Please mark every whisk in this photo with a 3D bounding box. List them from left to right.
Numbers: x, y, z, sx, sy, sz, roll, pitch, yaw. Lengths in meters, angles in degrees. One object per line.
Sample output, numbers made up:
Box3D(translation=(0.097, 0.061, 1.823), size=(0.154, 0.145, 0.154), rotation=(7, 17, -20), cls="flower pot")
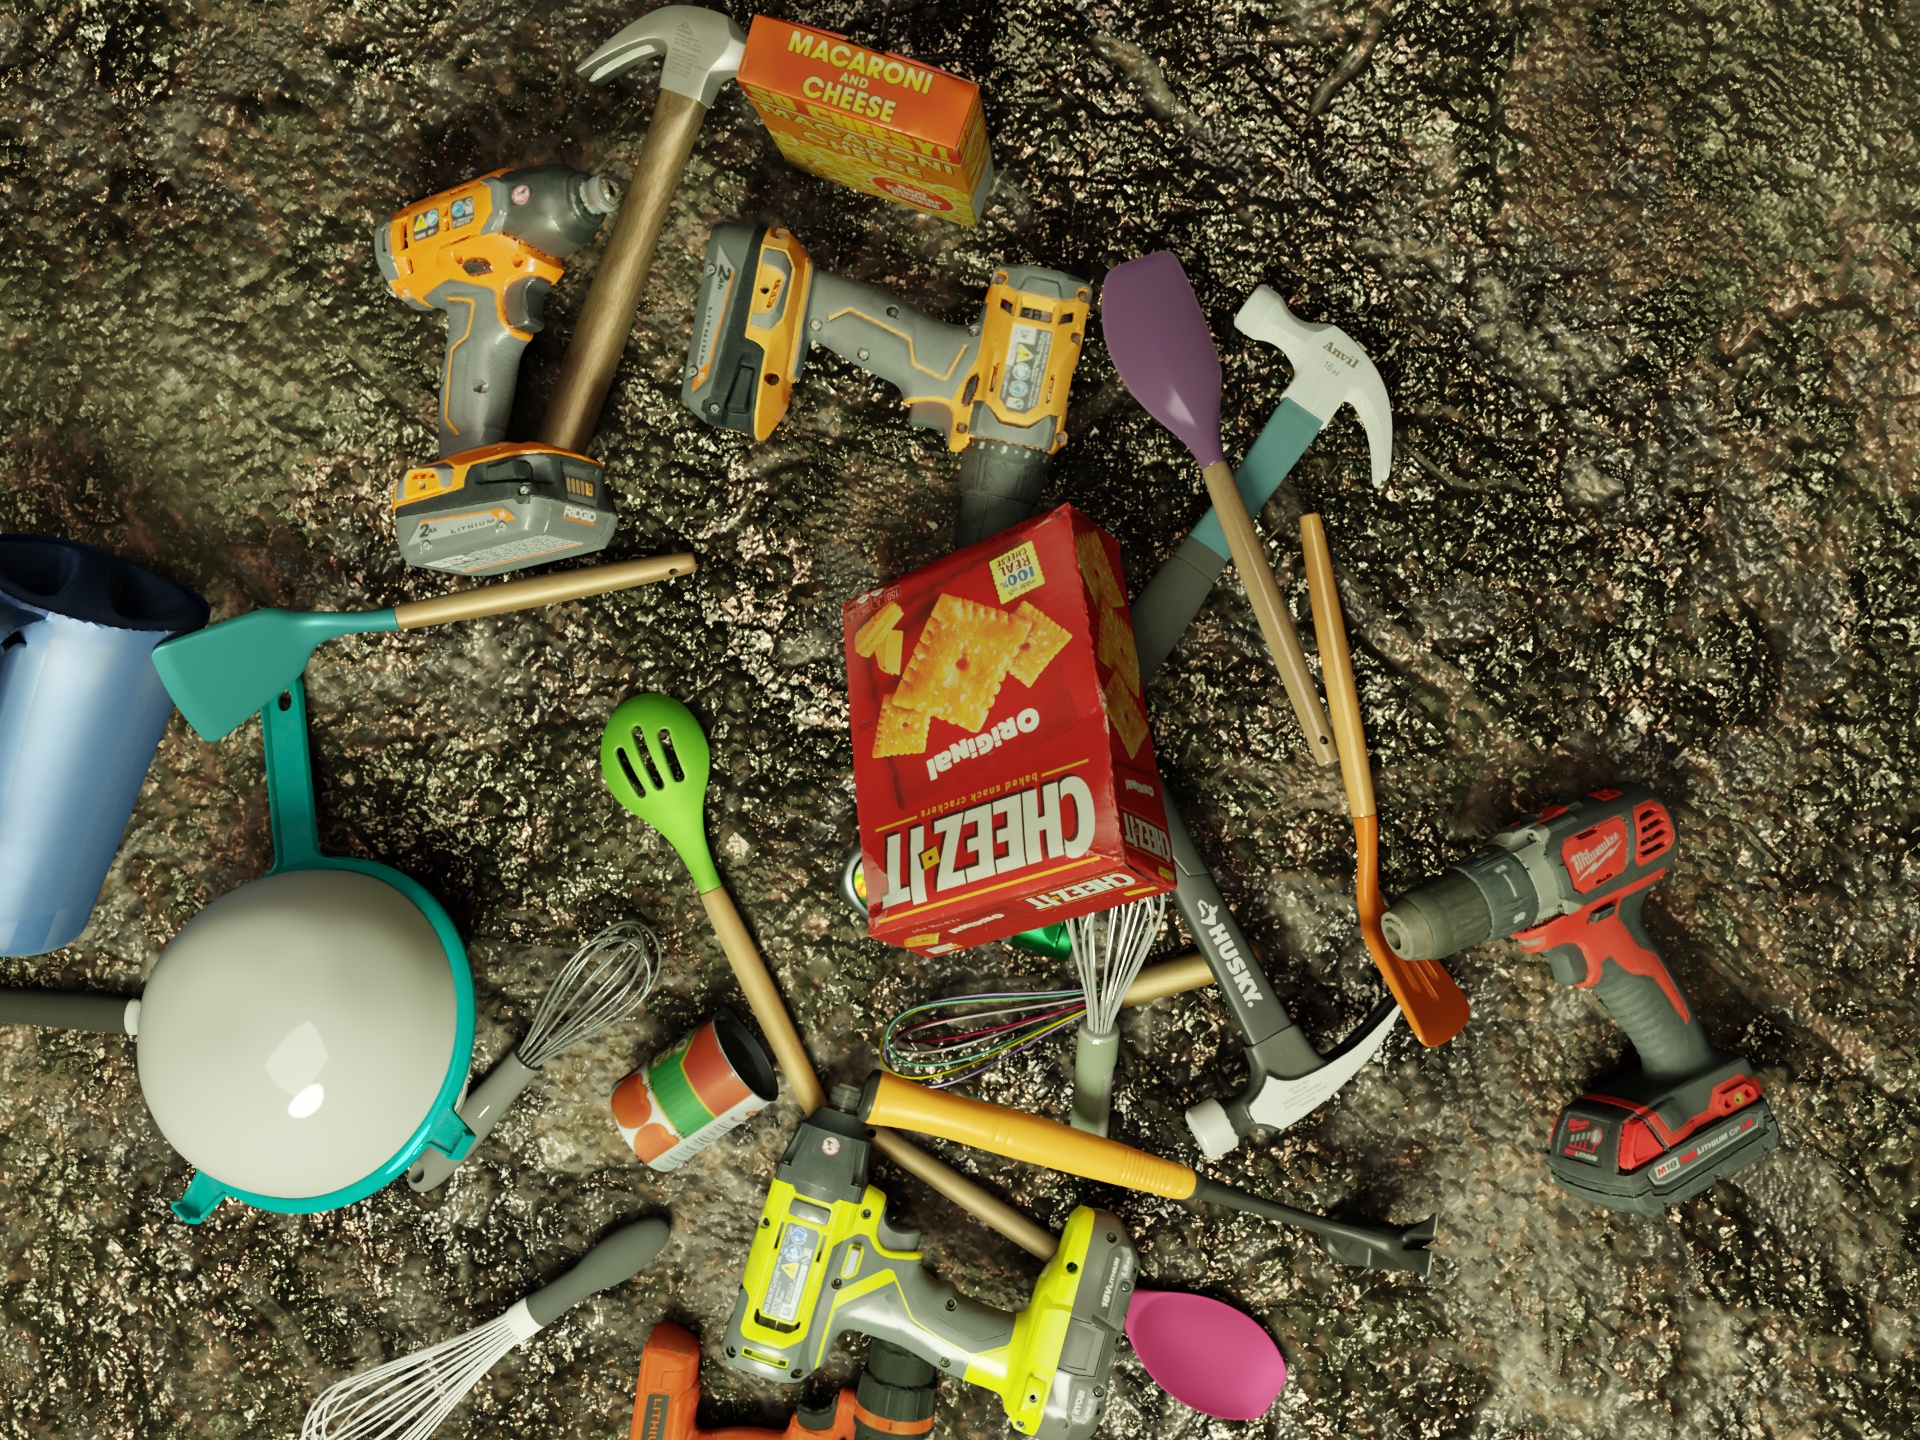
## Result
Box3D(translation=(-0.306, 0.402, 1.025), size=(0.284, 0.070, 0.070), rotation=(-34, 91, 1), cls="whisk")
Box3D(translation=(-0.274, 0.218, 1.013), size=(0.055, 0.055, 0.239), rotation=(43, 100, 0), cls="whisk")
Box3D(translation=(0.066, 0.173, 0.987), size=(0.245, 0.047, 0.051), rotation=(-15, 105, 1), cls="whisk")
Box3D(translation=(0.084, 0.177, 0.943), size=(0.059, 0.058, 0.246), rotation=(14, 122, 20), cls="whisk")

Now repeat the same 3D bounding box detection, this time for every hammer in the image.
Box3D(translation=(-0.210, -0.270, 0.971), size=(0.130, 0.031, 0.331), rotation=(24, 99, 13), cls="hammer")
Box3D(translation=(0.104, 0.263, 0.928), size=(0.337, 0.127, 0.034), rotation=(17, 71, -4), cls="hammer")
Box3D(translation=(0.135, 0.081, 0.960), size=(0.146, 0.035, 0.335), rotation=(-27, 85, -3), cls="hammer")
Box3D(translation=(0.136, -0.090, 0.940), size=(0.128, 0.033, 0.331), rotation=(35, 87, 4), cls="hammer")

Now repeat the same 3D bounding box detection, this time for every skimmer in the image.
Box3D(translation=(-0.478, 0.196, 1.001), size=(0.363, 0.090, 0.127), rotation=(4, 90, 4), cls="skimmer")

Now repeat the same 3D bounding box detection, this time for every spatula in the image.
Box3D(translation=(-0.318, -0.060, 0.975), size=(0.317, 0.044, 0.082), rotation=(-12, 137, -5), cls="spatula")
Box3D(translation=(0.153, -0.122, 0.916), size=(0.060, 0.018, 0.316), rotation=(-21, 83, 0), cls="spatula")
Box3D(translation=(0.248, 0.032, 0.958), size=(0.041, 0.081, 0.322), rotation=(-11, 89, 37), cls="spatula")

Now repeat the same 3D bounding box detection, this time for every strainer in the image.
Box3D(translation=(-0.410, 0.117, 0.939), size=(0.211, 0.095, 0.341), rotation=(-15, 73, 10), cls="strainer")

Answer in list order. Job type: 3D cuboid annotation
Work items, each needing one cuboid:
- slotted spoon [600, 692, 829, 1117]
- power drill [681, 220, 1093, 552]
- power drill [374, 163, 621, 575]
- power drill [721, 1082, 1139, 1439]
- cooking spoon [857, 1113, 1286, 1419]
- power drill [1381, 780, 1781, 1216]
Box3D(translation=(-0.144, 0.129, 1.005), size=(0.070, 0.031, 0.314), rotation=(-24, 93, 5), cls="slotted spoon")
Box3D(translation=(-0.046, -0.192, 0.950), size=(0.226, 0.084, 0.185), rotation=(11, 97, -1), cls="power drill")
Box3D(translation=(-0.261, -0.210, 0.928), size=(0.164, 0.084, 0.226), rotation=(-9, 83, 28), cls="power drill")
Box3D(translation=(-0.013, 0.329, 0.958), size=(0.223, 0.080, 0.171), rotation=(16, 77, 3), cls="power drill")
Box3D(translation=(0.066, 0.340, 1.008), size=(0.319, 0.017, 0.069), rotation=(33, 91, 1), cls="cooking spoon")
Box3D(translation=(0.356, 0.165, 0.922), size=(0.188, 0.080, 0.227), rotation=(-21, 91, -16), cls="power drill")
